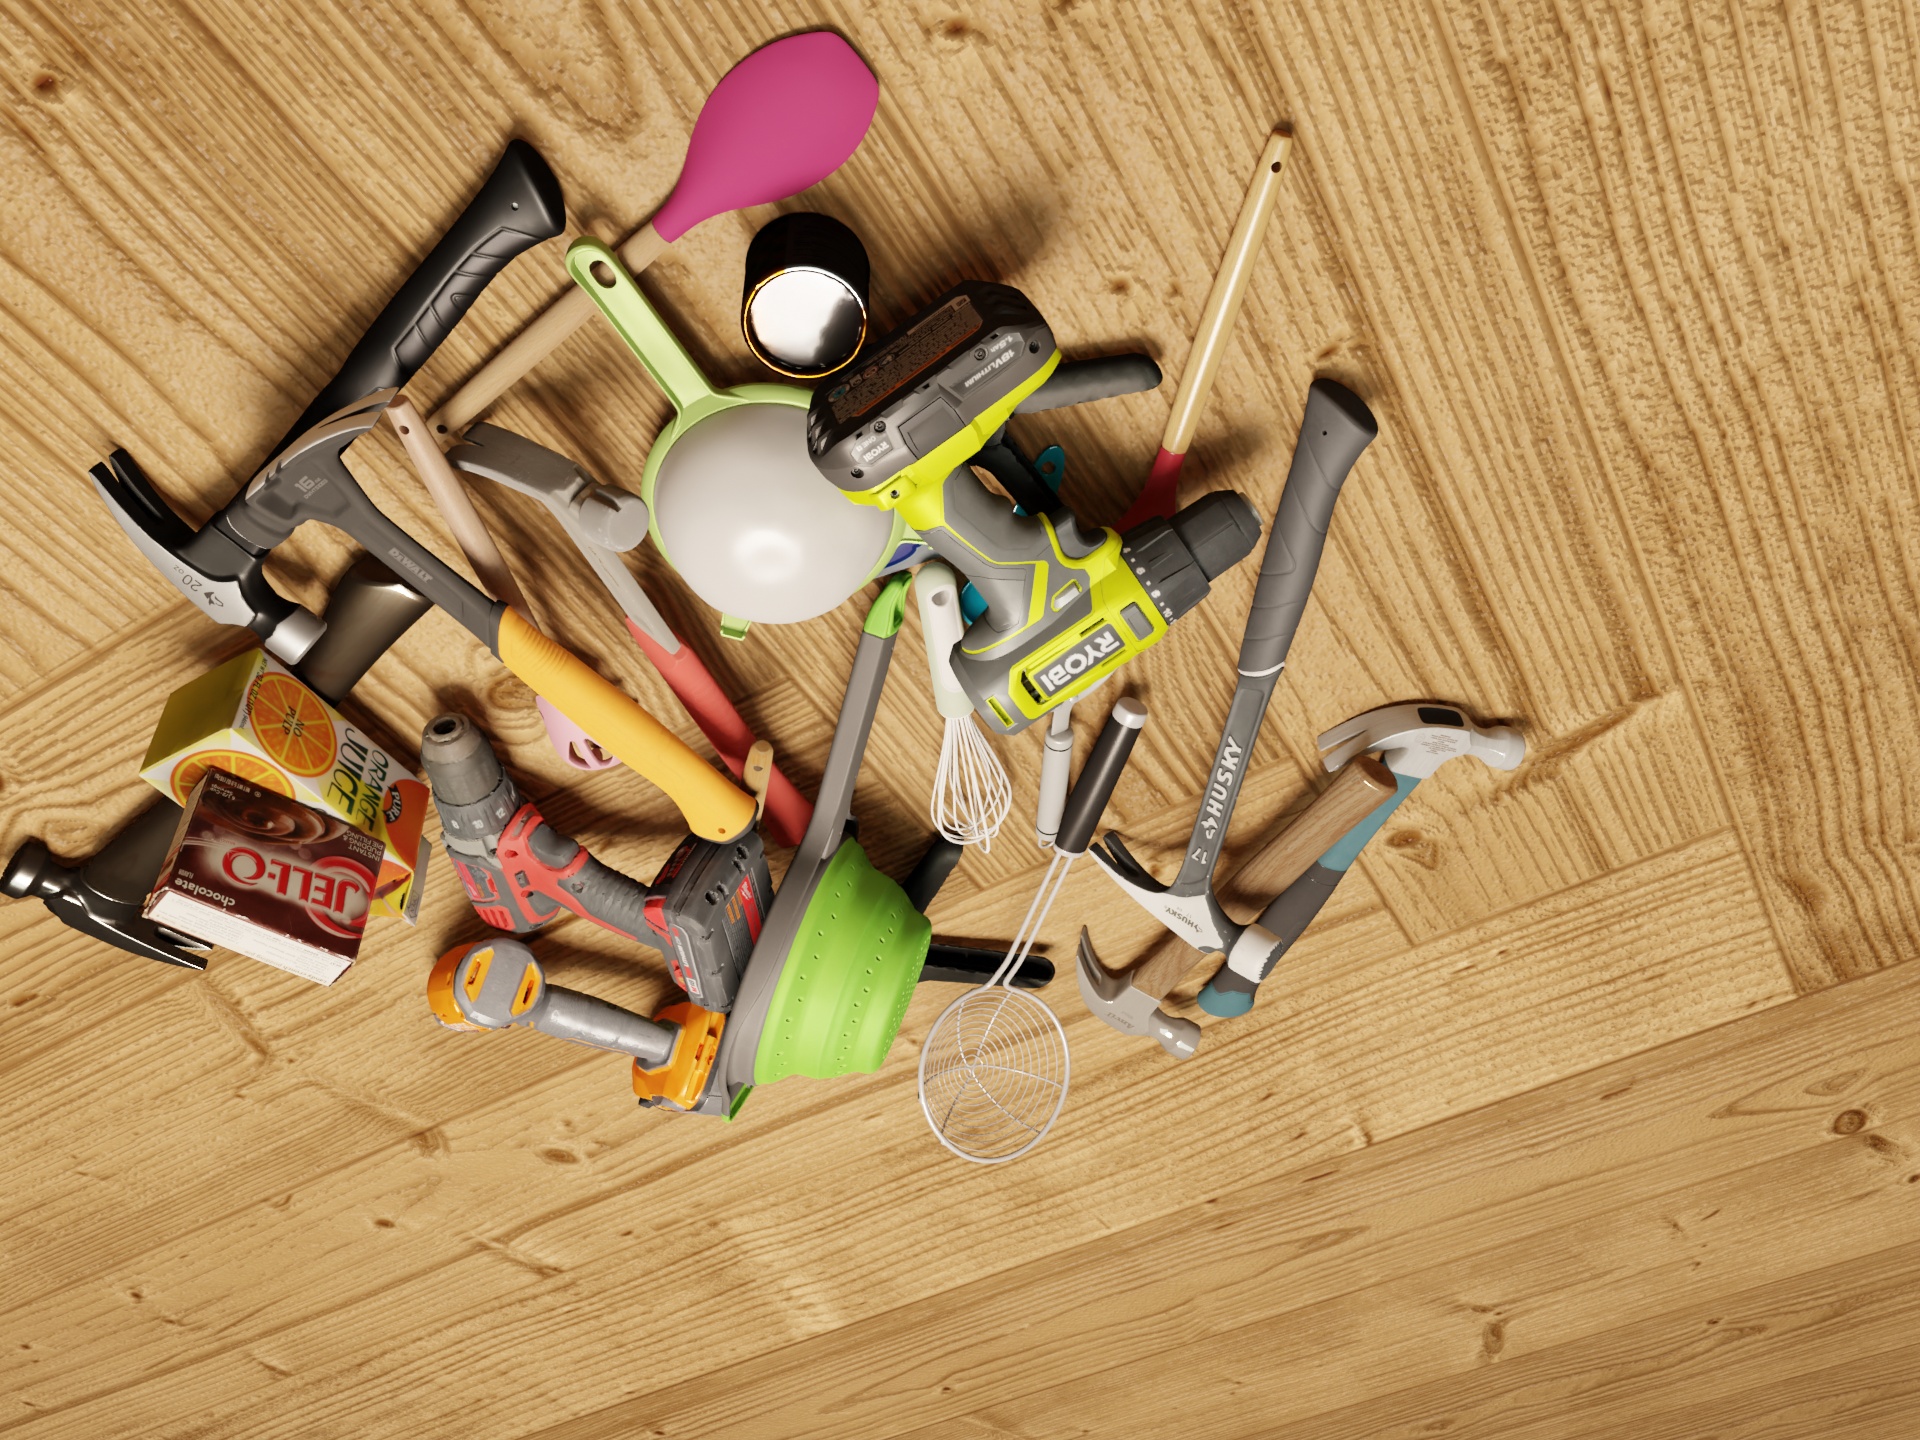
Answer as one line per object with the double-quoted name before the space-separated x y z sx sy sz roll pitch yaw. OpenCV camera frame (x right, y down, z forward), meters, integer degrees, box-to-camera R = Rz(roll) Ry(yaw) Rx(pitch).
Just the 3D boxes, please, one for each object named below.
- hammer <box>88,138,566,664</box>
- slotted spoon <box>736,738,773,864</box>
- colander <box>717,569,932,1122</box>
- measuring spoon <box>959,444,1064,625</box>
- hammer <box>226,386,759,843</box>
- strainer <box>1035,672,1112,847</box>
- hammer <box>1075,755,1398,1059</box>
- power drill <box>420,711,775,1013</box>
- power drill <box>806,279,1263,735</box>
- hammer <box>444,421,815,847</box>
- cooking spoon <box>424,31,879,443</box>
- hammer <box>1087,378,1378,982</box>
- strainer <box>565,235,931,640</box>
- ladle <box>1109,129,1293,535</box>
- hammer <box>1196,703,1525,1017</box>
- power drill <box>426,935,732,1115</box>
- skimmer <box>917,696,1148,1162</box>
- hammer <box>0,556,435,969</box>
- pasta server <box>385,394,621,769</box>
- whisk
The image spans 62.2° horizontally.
"hammer" -0.325 -0.177 0.844 0.146 0.035 0.334 41 115 -19
"slotted spoon" -0.156 0.102 1.076 0.070 0.031 0.313 12 144 -8
"colander" -0.057 0.098 1.028 0.094 0.204 0.397 20 114 6
"measuring spoon" 0.034 -0.112 0.958 0.042 0.021 0.128 15 120 -14
"hammer" -0.233 -0.039 0.889 0.127 0.034 0.336 -26 125 32
"strainer" 0.063 0.004 1.046 0.087 0.050 0.258 -21 142 -20
"hammer" 0.194 0.133 1.144 0.130 0.031 0.331 29 131 -10
"power drill" -0.241 0.087 1.029 0.227 0.080 0.187 15 140 19
"power drill" 0.044 -0.117 0.855 0.190 0.080 0.228 -34 125 8
"hammer" -0.175 -0.033 0.971 0.149 0.037 0.358 26 157 35
"cooking spoon" -0.172 -0.237 0.822 0.319 0.017 0.068 -33 125 23
"hammer" 0.181 -0.021 1.004 0.149 0.036 0.408 30 129 26
"strainer" -0.130 -0.140 0.852 0.151 0.069 0.256 -23 128 17
"ladle" 0.129 -0.177 0.896 0.069 0.031 0.315 7 130 -11
"hammer" 0.266 0.112 1.163 0.128 0.033 0.330 13 130 -17
"power drill" -0.282 0.224 1.178 0.226 0.084 0.164 26 158 -24
"skimmer" 0.066 0.153 1.104 0.127 0.090 0.363 4 125 -27
"hammer" -0.461 0.032 1.036 0.410 0.038 0.146 -37 126 26
"pasta server" -0.259 -0.067 0.932 0.060 0.040 0.315 -10 139 5
"whisk" -0.002 -0.003 1.017 0.058 0.059 0.246 -19 135 -10
